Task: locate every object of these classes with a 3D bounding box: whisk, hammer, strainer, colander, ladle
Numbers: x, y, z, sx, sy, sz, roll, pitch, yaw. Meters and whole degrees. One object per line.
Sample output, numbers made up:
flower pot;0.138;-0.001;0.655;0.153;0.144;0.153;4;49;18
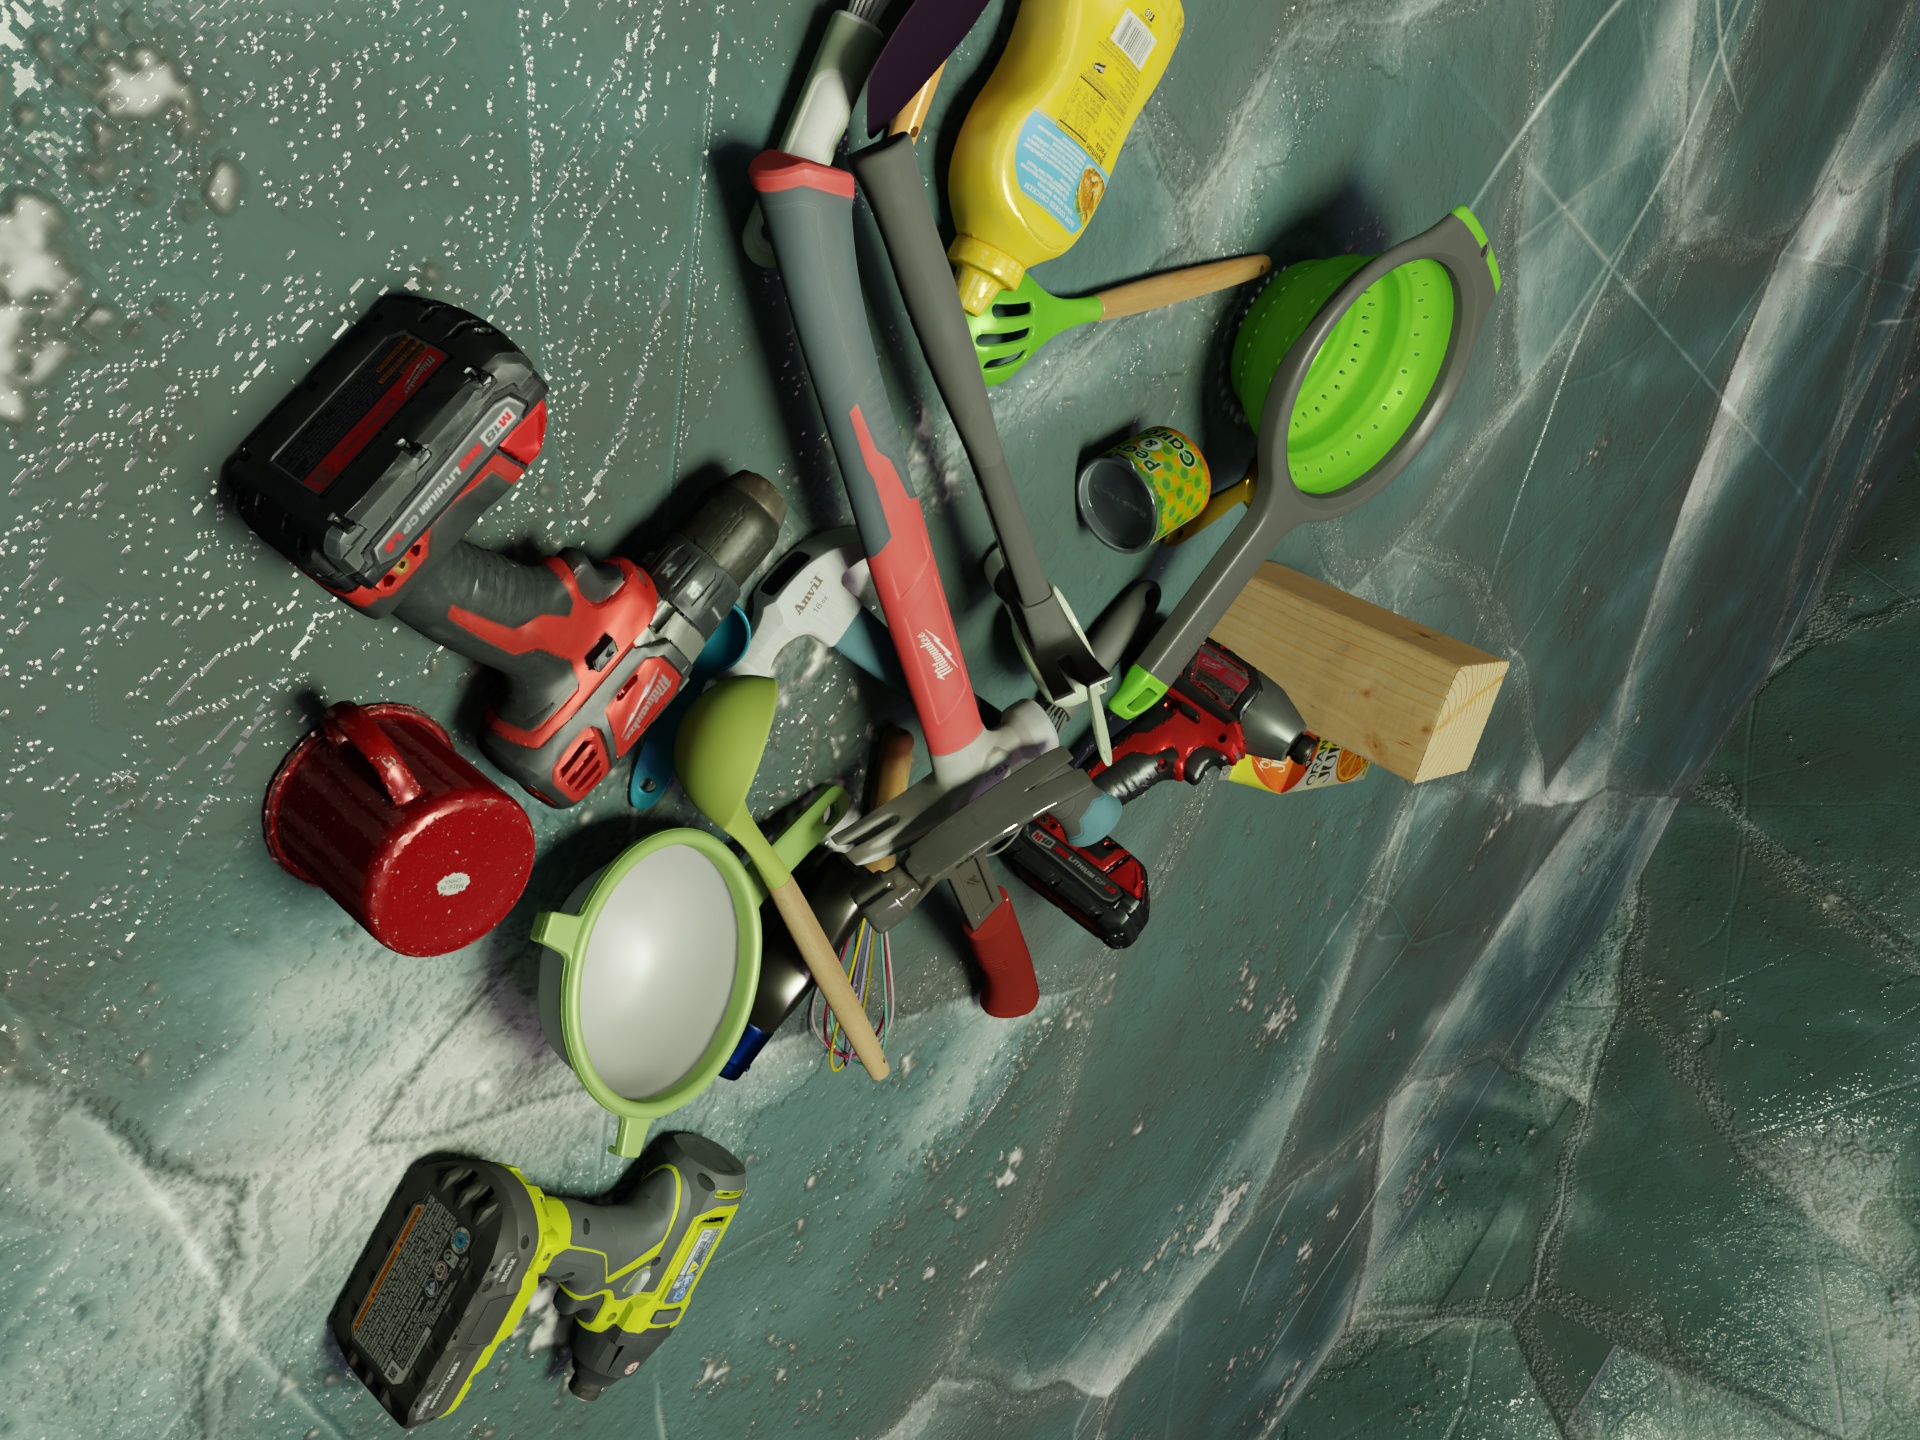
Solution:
whisk;-0.042;-0.321;0.716;0.057;0.059;0.246;22;104;-16
whisk;-0.057;0.120;1.015;0.047;0.051;0.245;-10;119;-41
hammer;-0.002;-0.003;0.953;0.330;0.033;0.128;38;83;-44
strainer;-0.152;0.104;0.879;0.256;0.069;0.151;-46;132;-49
hammer;0.028;0.130;1.045;0.149;0.037;0.358;-33;156;-6
whisk;0.069;-0.006;1.080;0.239;0.055;0.055;-52;145;-19
hammer;-0.049;-0.093;0.806;0.143;0.038;0.385;-31;131;-17
colander;0.204;-0.181;1.091;0.397;0.095;0.204;-53;145;5
hammer;0.009;-0.151;0.832;0.035;0.146;0.334;-24;135;-1
ladle;-0.080;0.103;0.879;0.078;0.062;0.319;-87;162;-47

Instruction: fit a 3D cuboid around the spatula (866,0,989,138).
spatula;0.044;-0.394;0.760;0.316;0.018;0.059;-55;170;-21

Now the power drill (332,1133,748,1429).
power drill;-0.233;0.324;0.912;0.223;0.080;0.171;25;93;-58

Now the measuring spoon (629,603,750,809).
measuring spoon;-0.146;-0.011;0.831;0.042;0.021;0.128;21;111;-14

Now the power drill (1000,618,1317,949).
power drill;0.141;0.045;1.120;0.220;0.143;0.078;-51;161;-10

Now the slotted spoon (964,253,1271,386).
slotted spoon;0.097;-0.253;0.954;0.314;0.031;0.070;-26;134;-41

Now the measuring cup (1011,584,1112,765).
measuring cup;0.064;-0.019;0.980;0.038;0.168;0.083;-25;124;12

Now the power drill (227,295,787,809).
power drill;-0.176;-0.081;0.695;0.188;0.080;0.226;-52;147;-12

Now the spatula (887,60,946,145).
spatula;0.019;-0.424;0.739;0.081;0.041;0.322;-2;120;-51

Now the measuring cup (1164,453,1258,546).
measuring cup;0.205;-0.156;1.154;0.156;0.029;0.062;-33;137;-35
